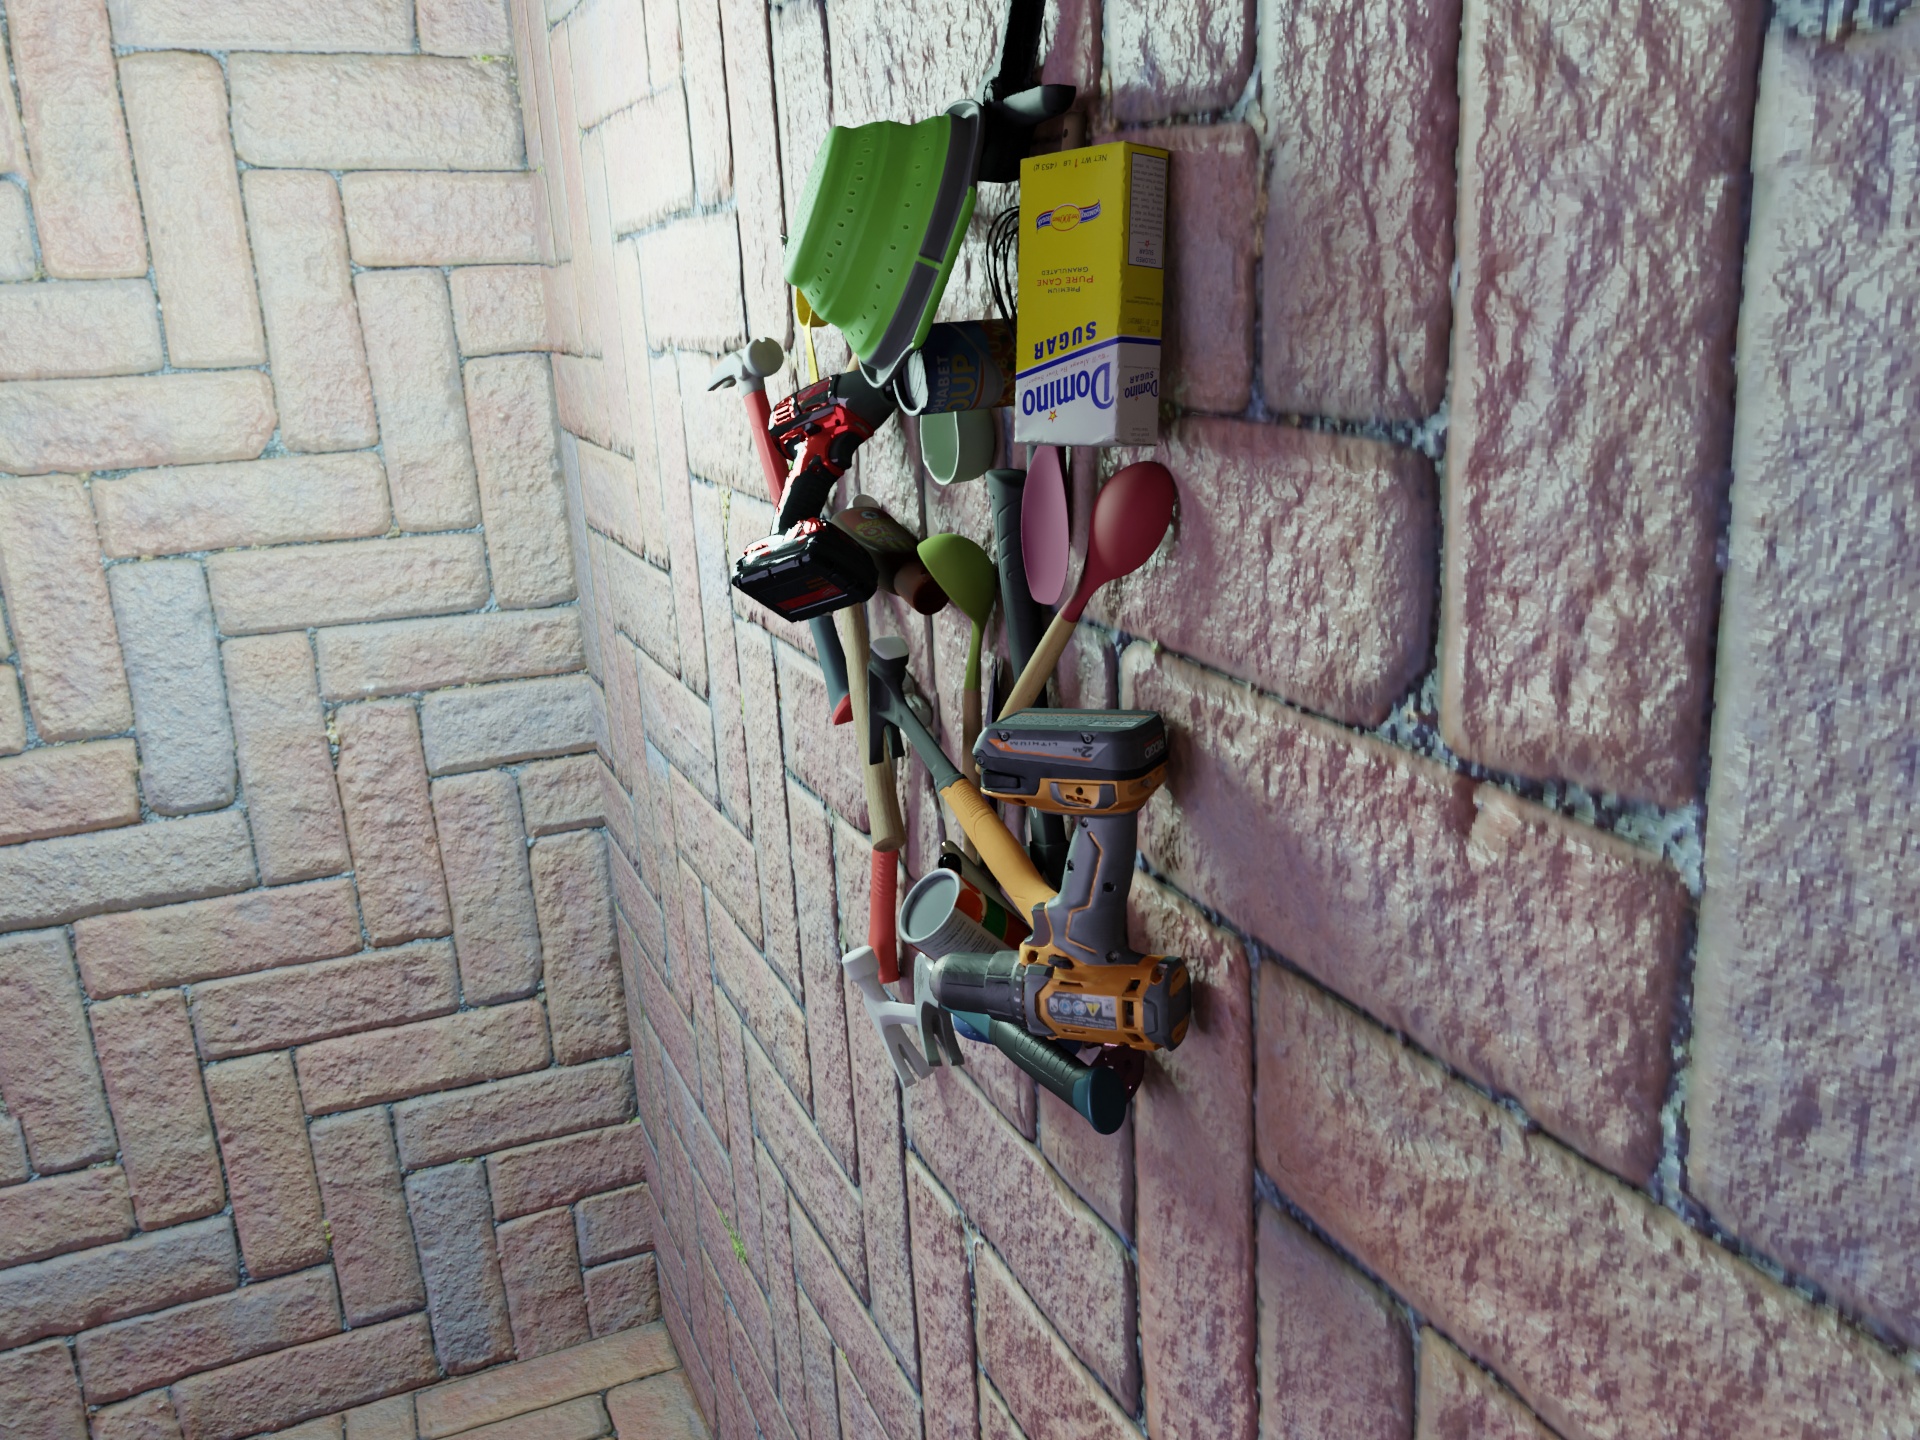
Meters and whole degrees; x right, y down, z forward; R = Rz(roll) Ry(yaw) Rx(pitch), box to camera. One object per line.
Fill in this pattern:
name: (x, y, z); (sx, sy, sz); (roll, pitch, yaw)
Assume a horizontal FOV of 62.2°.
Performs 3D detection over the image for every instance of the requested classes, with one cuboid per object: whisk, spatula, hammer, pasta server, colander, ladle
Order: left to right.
hammer: (-0.172, -0.183, 1.616); (0.143, 0.038, 0.386); (-9, 98, 63)
colander: (-0.075, -0.375, 1.173); (0.397, 0.094, 0.204); (-109, 39, -64)
hammer: (-0.092, -0.036, 1.472); (0.130, 0.031, 0.332); (-42, 52, 51)
hammer: (-0.077, 0.107, 1.575); (0.149, 0.036, 0.358); (-131, 38, -53)
ladle: (-0.002, -0.004, 1.322); (0.078, 0.062, 0.320); (-105, 13, -61)
hammer: (0.000, 0.275, 1.429); (0.144, 0.035, 0.405); (66, 155, -4)
hammer: (0.003, 0.071, 1.260); (0.337, 0.034, 0.127); (-128, 31, -46)
spatula: (0.023, 0.096, 1.339); (0.060, 0.018, 0.315); (-82, -6, -61)
hammer: (0.036, 0.241, 1.233); (0.331, 0.033, 0.128); (-162, 75, -65)
hammer: (0.052, -0.024, 1.207); (0.146, 0.035, 0.335); (-173, 75, -67)
pasta server: (0.056, 0.186, 1.248); (0.317, 0.040, 0.060); (46, 148, 48)
whisk: (0.052, -0.234, 1.107); (0.055, 0.055, 0.238); (-148, 49, -62)
ladle: (0.067, -0.058, 1.108); (0.315, 0.031, 0.069); (118, 142, -46)

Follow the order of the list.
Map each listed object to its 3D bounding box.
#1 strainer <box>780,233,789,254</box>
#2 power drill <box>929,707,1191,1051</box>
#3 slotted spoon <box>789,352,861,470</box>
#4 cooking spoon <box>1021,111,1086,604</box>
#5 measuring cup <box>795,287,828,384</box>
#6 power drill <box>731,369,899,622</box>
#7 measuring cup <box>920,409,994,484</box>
strainer: (-0.092, -0.343, 1.296); (0.087, 0.050, 0.258); (40, -175, 16)
power drill: (0.059, 0.109, 1.081); (0.185, 0.084, 0.226); (1, 102, 26)
slotted spoon: (-0.116, -0.293, 1.521); (0.313, 0.031, 0.070); (128, 129, -59)
cooking spoon: (0.066, -0.236, 1.054); (0.069, 0.017, 0.319); (-157, 67, -63)
measuring cup: (-0.131, -0.355, 1.517); (0.062, 0.029, 0.156); (168, 95, -68)
power drill: (-0.116, -0.206, 1.385); (0.143, 0.078, 0.220); (-13, 57, 38)
measuring cup: (-0.011, -0.267, 1.261); (0.083, 0.038, 0.168); (132, 127, -63)
